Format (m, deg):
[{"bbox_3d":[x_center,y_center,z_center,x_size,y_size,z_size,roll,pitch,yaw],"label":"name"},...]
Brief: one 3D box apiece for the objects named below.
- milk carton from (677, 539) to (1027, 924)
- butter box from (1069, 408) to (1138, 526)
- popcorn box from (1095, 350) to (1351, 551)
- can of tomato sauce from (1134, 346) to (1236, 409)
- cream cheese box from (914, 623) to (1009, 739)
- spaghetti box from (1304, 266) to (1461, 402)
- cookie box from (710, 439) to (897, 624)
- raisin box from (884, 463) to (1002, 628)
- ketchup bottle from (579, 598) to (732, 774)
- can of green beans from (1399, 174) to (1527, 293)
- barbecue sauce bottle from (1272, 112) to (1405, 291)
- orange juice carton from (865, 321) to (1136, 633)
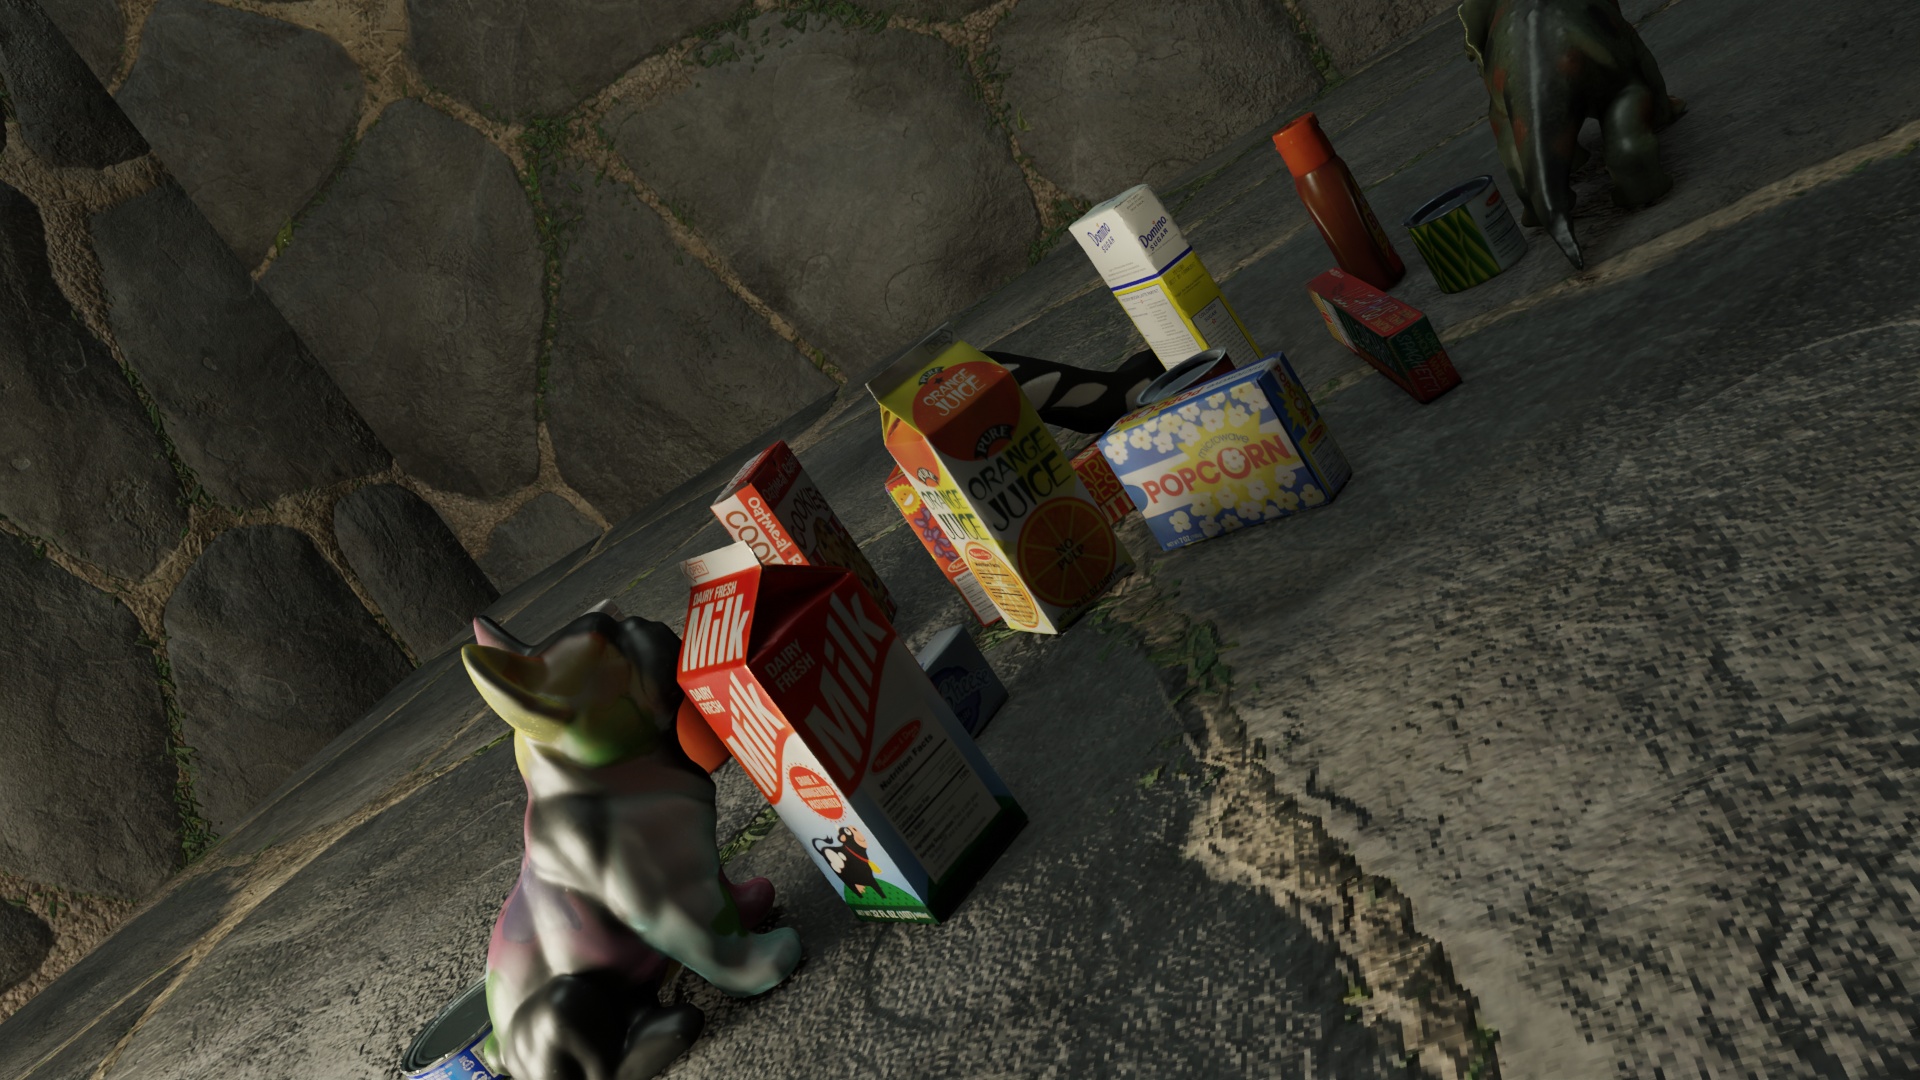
[{"bbox_3d":[-0.060,0.082,0.644,0.074,0.190,0.072,-43,16,-35],"label":"milk carton"},{"bbox_3d":[0.113,-0.049,0.992,0.104,0.053,0.024,-38,13,-15],"label":"butter box"},{"bbox_3d":[0.155,-0.050,0.826,0.126,0.085,0.038,-20,19,46],"label":"popcorn box"},{"bbox_3d":[0.161,-0.071,0.889,0.071,0.083,0.071,-32,13,9],"label":"can of tomato sauce"},{"bbox_3d":[-0.017,0.098,0.781,0.024,0.053,0.104,-21,18,44],"label":"cream cheese box"},{"bbox_3d":[0.279,-0.143,0.936,0.028,0.050,0.251,-32,13,11],"label":"spaghetti box"},{"bbox_3d":[-0.115,0.013,1.065,0.040,0.167,0.123,-31,13,13],"label":"cookie box"},{"bbox_3d":[0.003,-0.012,0.969,0.040,0.123,0.086,-29,14,21],"label":"raisin box"},{"bbox_3d":[-0.230,0.112,1.031,0.065,0.148,0.043,-37,13,-13],"label":"ketchup bottle"},{"bbox_3d":[0.360,-0.217,0.988,0.071,0.057,0.071,-32,13,9],"label":"can of green beans"},{"bbox_3d":[0.300,-0.267,1.106,0.043,0.148,0.065,-28,14,25],"label":"barbecue sauce bottle"},{"bbox_3d":[0.020,-0.038,0.871,0.072,0.192,0.073,-39,14,-19],"label":"orange juice carton"}]
